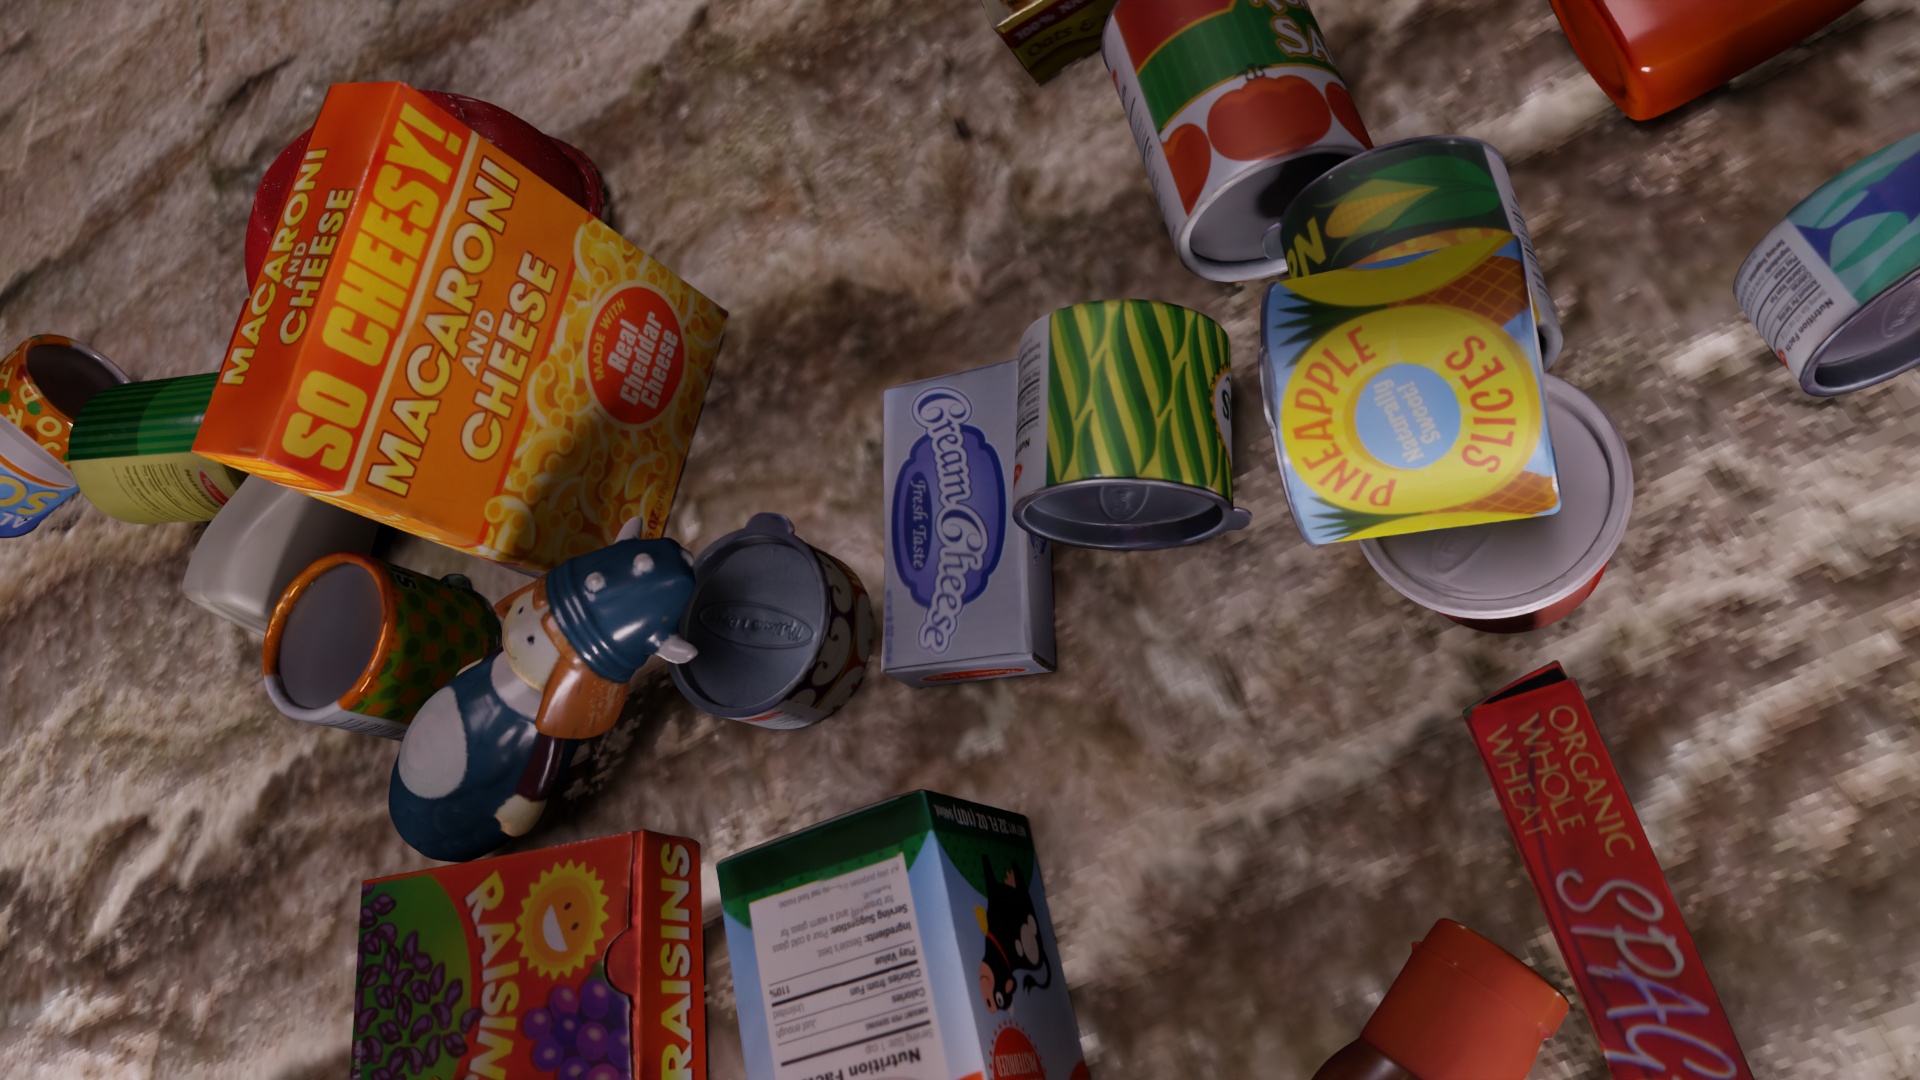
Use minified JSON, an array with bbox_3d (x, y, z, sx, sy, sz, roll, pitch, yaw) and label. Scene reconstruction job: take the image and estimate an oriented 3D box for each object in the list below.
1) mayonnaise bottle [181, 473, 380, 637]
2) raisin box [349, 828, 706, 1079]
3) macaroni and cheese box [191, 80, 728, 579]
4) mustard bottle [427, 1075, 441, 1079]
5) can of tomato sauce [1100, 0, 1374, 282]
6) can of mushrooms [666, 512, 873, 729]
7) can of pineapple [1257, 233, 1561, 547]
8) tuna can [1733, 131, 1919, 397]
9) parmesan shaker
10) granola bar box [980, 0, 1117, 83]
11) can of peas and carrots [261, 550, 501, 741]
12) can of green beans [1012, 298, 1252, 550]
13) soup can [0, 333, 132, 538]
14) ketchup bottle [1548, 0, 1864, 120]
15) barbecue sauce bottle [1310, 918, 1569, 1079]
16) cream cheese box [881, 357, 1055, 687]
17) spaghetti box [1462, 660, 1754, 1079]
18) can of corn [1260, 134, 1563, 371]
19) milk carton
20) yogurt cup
[{"bbox_3d":[-0.263,-0.032,0.582,0.041,0.064,0.148,4,65,25],"label":"mayonnaise bottle"},{"bbox_3d":[-0.149,0.151,0.476,0.123,0.040,0.086,-14,67,21],"label":"raisin box"},{"bbox_3d":[-0.159,-0.058,0.476,0.040,0.166,0.124,8,77,29],"label":"macaroni and cheese box"},{"bbox_3d":[-0.115,0.196,0.392,0.160,0.065,0.049,16,59,43],"label":"mustard bottle"},{"bbox_3d":[0.089,-0.135,0.436,0.071,0.071,0.083,-23,65,18],"label":"can of tomato sauce"},{"bbox_3d":[-0.065,0.028,0.478,0.071,0.033,0.071,-9,70,25],"label":"can of mushrooms"},{"bbox_3d":[0.107,-0.034,0.328,0.058,0.071,0.071,-9,70,24],"label":"can of pineapple"},{"bbox_3d":[0.233,-0.069,0.343,0.071,0.071,0.033,-30,62,15],"label":"tuna can"},{"bbox_3d":[-0.334,-0.044,0.615,0.103,0.071,0.071,-1,73,27],"label":"parmesan shaker"},{"bbox_3d":[0.073,-0.261,0.503,0.165,0.039,0.124,-26,64,17],"label":"granola bar box"},{"bbox_3d":[-0.223,0.040,0.539,0.071,0.058,0.071,-8,70,24],"label":"can of peas and carrots"},{"bbox_3d":[0.050,-0.034,0.423,0.071,0.071,0.058,-6,71,25],"label":"can of green beans"},{"bbox_3d":[-0.456,-0.050,0.679,0.083,0.071,0.071,-36,61,12],"label":"soup can"},{"bbox_3d":[0.246,-0.181,0.387,0.148,0.043,0.065,-27,64,16],"label":"ketchup bottle"},{"bbox_3d":[0.093,0.164,0.339,0.044,0.064,0.149,30,79,36],"label":"barbecue sauce bottle"},{"bbox_3d":[0.002,-0.006,0.461,0.053,0.024,0.104,-9,69,23],"label":"cream cheese box"},{"bbox_3d":[0.174,0.150,0.309,0.028,0.050,0.251,-23,64,17],"label":"spaghetti box"},{"bbox_3d":[0.127,-0.070,0.396,0.071,0.071,0.058,-17,67,21],"label":"can of corn"},{"bbox_3d":[-0.005,0.173,0.378,0.073,0.072,0.191,-23,64,19],"label":"milk carton"},{"bbox_3d":[0.144,-0.007,0.373,0.072,0.054,0.072,-8,70,24],"label":"yogurt cup"}]
